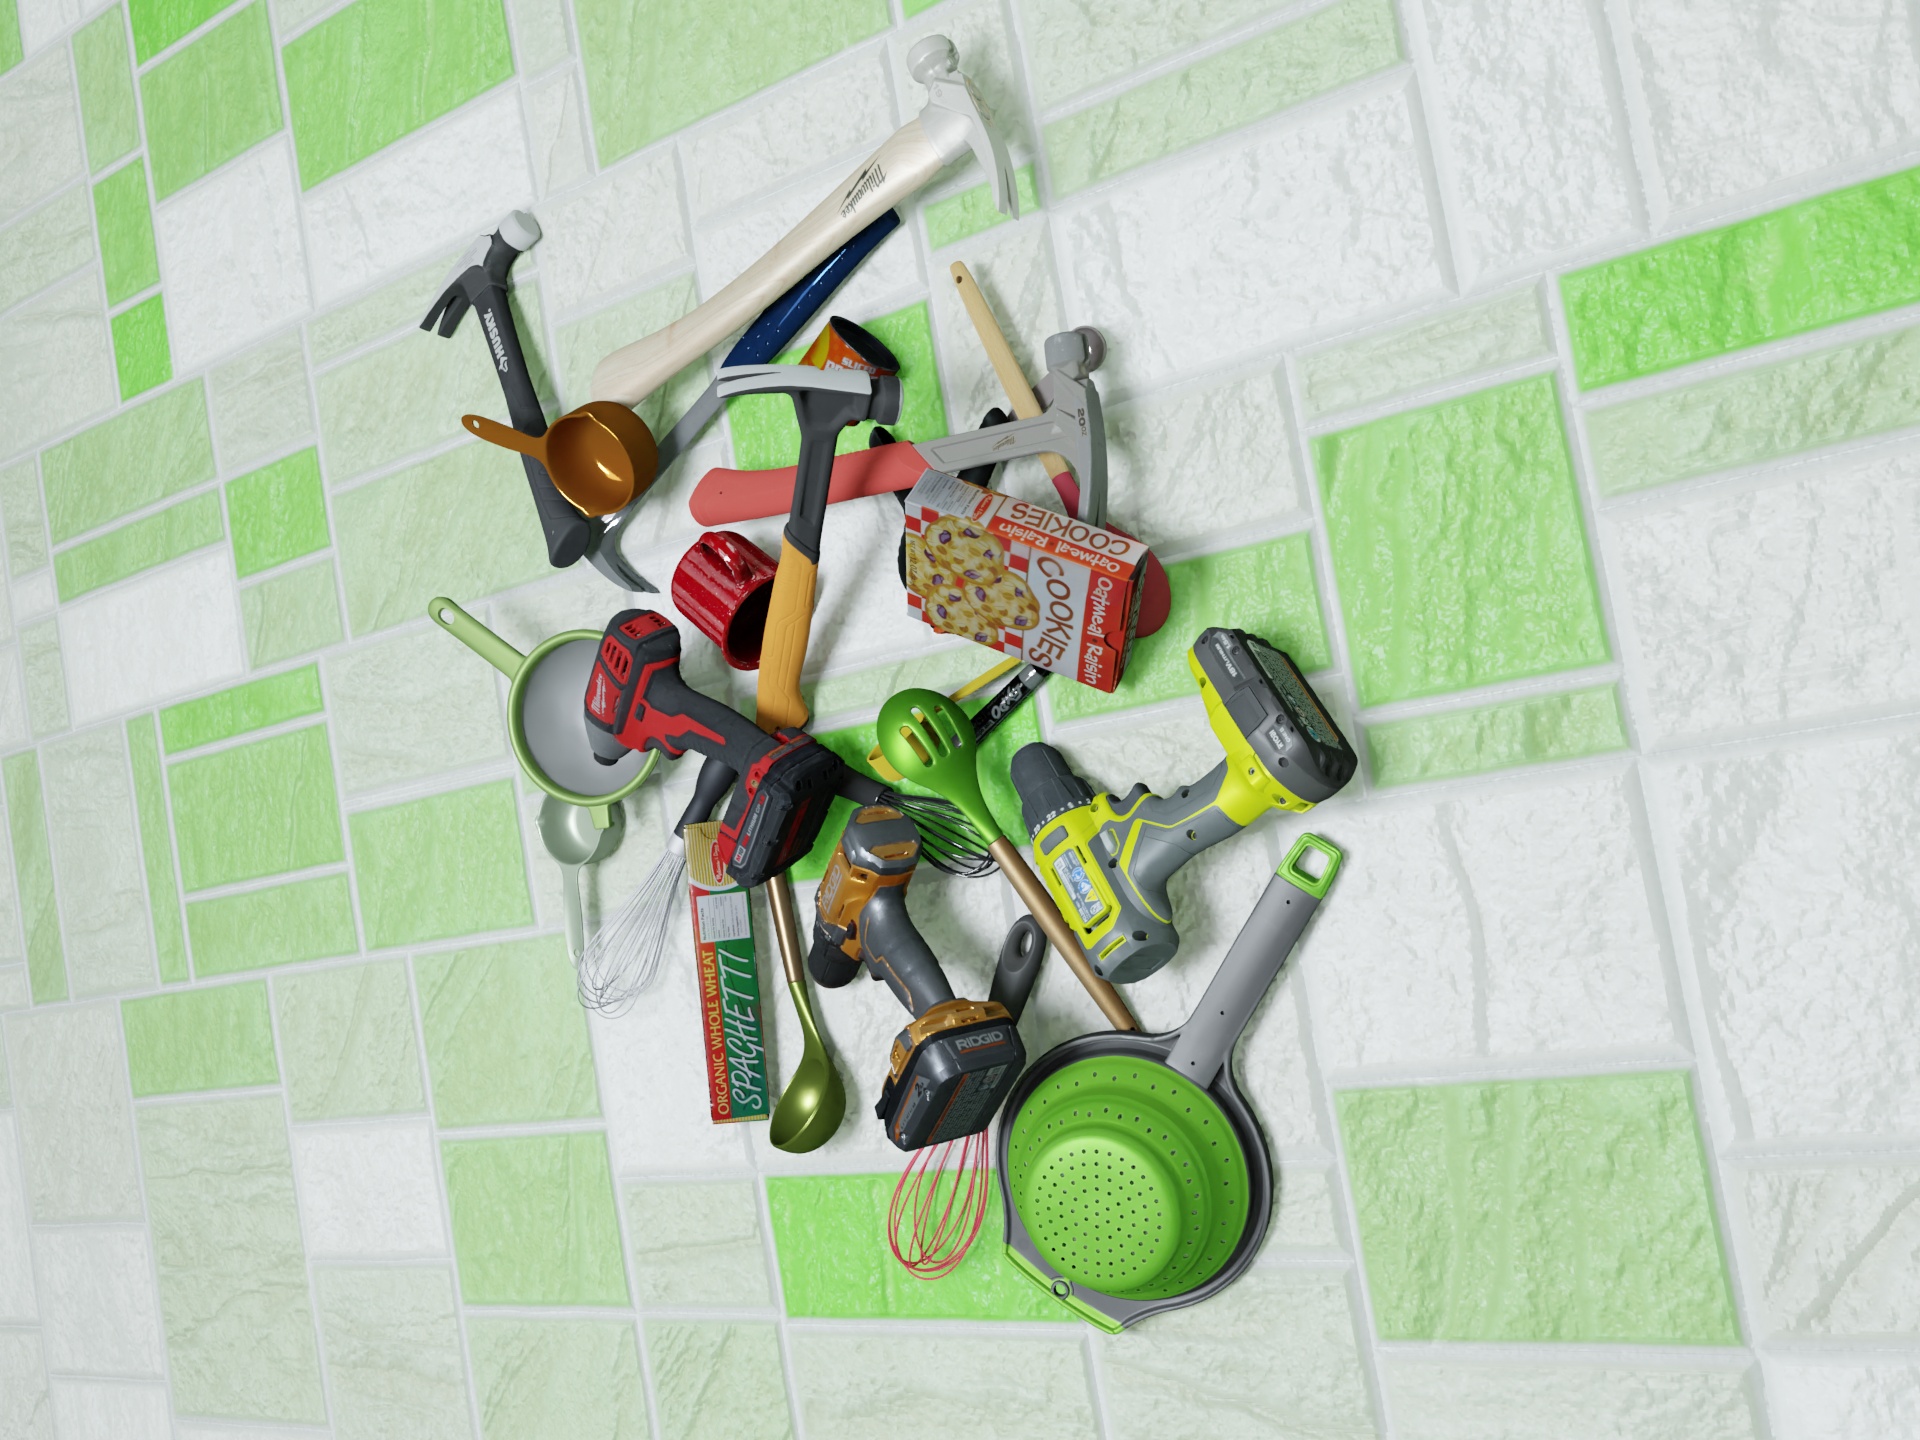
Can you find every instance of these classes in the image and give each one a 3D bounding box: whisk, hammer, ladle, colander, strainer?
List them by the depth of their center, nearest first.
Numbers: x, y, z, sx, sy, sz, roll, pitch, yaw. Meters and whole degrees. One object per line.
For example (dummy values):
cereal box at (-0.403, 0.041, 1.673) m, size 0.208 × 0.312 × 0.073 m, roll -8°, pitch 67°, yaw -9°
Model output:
colander at (0.144, 0.254, 1.081) m, size 0.204 × 0.094 × 0.397 m, roll 31°, pitch 104°, yaw 16°
ladle at (0.063, -0.201, 1.156) m, size 0.069 × 0.031 × 0.315 m, roll -33°, pitch 77°, yaw 34°
hammer at (-0.129, -0.113, 1.187) m, size 0.034 × 0.127 × 0.336 m, roll -101°, pitch 18°, yaw -45°
hammer at (-0.056, -0.179, 1.192) m, size 0.359 × 0.036 × 0.149 m, roll -7°, pitch 85°, yaw 32°
whisk at (0.009, 0.285, 1.201) m, size 0.073 × 0.073 × 0.296 m, roll 21°, pitch 96°, yaw 29°
hammer at (-0.137, -0.344, 1.236) m, size 0.410 × 0.038 × 0.146 m, roll -29°, pitch 78°, yaw 29°
whisk at (-0.062, 0.064, 1.241) m, size 0.239 × 0.055 × 0.055 m, roll 24°, pitch 103°, yaw 33°
ladle at (-0.149, 0.188, 1.292) m, size 0.078 × 0.062 × 0.320 m, roll -25°, pitch 75°, yaw 55°
hammer at (-0.193, -0.271, 1.313) m, size 0.405 × 0.035 × 0.144 m, roll -42°, pitch 71°, yaw 25°
whisk at (-0.250, 0.132, 1.352) m, size 0.070 × 0.070 × 0.284 m, roll 35°, pitch 104°, yaw 25°
strainer at (-0.350, -0.033, 1.379) m, size 0.256 × 0.069 × 0.151 m, roll 35°, pitch 103°, yaw 14°
hammer at (-0.391, -0.280, 1.405) m, size 0.146 × 0.035 × 0.335 m, roll -33°, pitch 66°, yaw 27°

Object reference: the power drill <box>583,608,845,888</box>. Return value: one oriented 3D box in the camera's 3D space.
power drill at (-0.208, 0.024, 1.256) m, size 0.220 × 0.078 × 0.143 m, roll 37°, pitch 124°, yaw 17°

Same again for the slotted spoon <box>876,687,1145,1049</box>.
slotted spoon at (0.042, 0.107, 1.158) m, size 0.070 × 0.031 × 0.314 m, roll -34°, pitch 87°, yaw -18°

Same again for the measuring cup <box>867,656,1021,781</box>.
measuring cup at (-0.002, -0.004, 1.208) m, size 0.156 × 0.062 × 0.029 m, roll -34°, pitch 104°, yaw 15°

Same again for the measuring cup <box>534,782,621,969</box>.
measuring cup at (-0.333, 0.135, 1.410) m, size 0.083 × 0.038 × 0.167 m, roll 0°, pitch 94°, yaw 31°

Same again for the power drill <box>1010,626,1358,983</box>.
power drill at (0.138, 0.043, 1.093) m, size 0.228 × 0.080 × 0.191 m, roll -44°, pitch 54°, yaw 25°

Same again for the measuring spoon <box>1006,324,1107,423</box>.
measuring spoon at (0.065, -0.241, 1.175) m, size 0.124 × 0.018 × 0.034 m, roll -44°, pitch 73°, yaw 32°

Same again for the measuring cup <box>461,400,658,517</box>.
measuring cup at (-0.330, -0.233, 1.321) m, size 0.174 × 0.052 × 0.095 m, roll 21°, pitch 128°, yaw 17°

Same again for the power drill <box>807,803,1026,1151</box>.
power drill at (-0.049, 0.201, 1.175) m, size 0.226 × 0.084 × 0.185 m, roll 61°, pitch 144°, yaw 34°
